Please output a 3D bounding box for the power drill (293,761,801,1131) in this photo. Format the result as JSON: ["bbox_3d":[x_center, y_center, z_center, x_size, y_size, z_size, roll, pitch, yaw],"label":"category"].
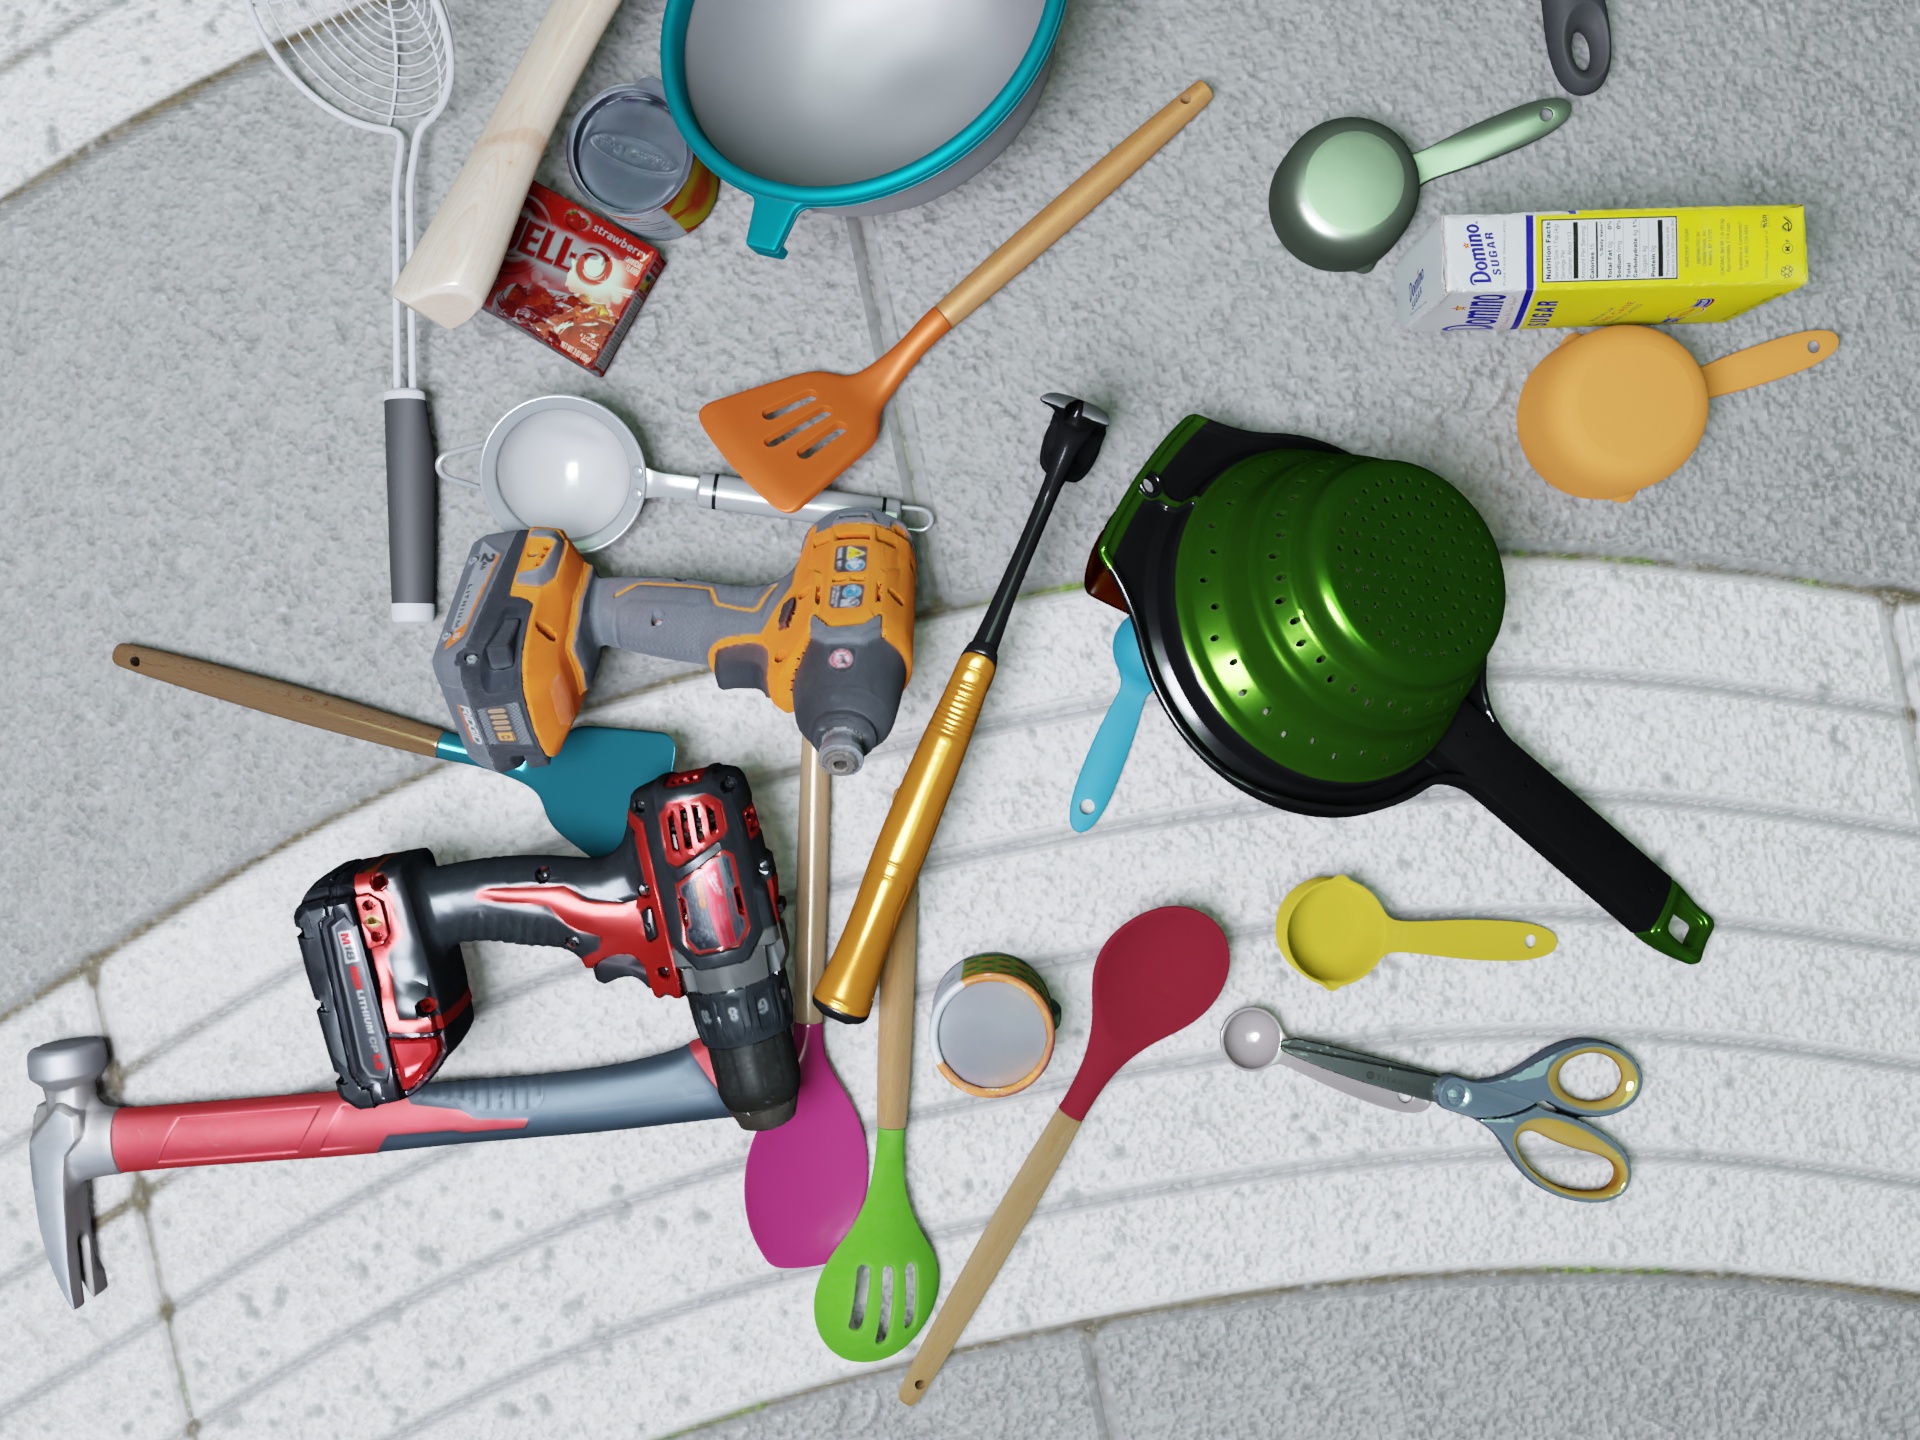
[{"bbox_3d":[-0.195,0.132,0.801,0.226,0.080,0.188,-12,98,-1],"label":"power drill"}]

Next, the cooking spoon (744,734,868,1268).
[{"bbox_3d":[-0.081,0.137,0.862,0.068,0.017,0.319,1,91,-19],"label":"cooking spoon"}]

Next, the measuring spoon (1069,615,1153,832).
[{"bbox_3d":[0.087,0.001,0.853,0.042,0.021,0.128,22,90,1],"label":"measuring spoon"}]

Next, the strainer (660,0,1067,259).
[{"bbox_3d":[0.019,-0.364,0.791,0.340,0.095,0.211,-26,71,10],"label":"strainer"}]

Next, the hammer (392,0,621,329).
[{"bbox_3d":[-0.178,-0.387,0.799,0.146,0.038,0.410,29,90,34],"label":"hammer"}]

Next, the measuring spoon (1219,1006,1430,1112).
[{"bbox_3d":[0.197,0.187,0.863,0.124,0.018,0.034,21,85,-6],"label":"measuring spoon"}]

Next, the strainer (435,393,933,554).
[{"bbox_3d":[-0.142,-0.123,0.847,0.258,0.050,0.086,7,111,-5],"label":"strainer"}]

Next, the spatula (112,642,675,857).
[{"bbox_3d":[-0.306,0.005,0.851,0.317,0.044,0.082,15,97,1],"label":"spatula"}]

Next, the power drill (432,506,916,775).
[{"bbox_3d":[-0.136,-0.032,0.793,0.226,0.164,0.084,-3,134,2],"label":"power drill"}]

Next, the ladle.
[{"bbox_3d":[0.048,0.236,0.859,0.069,0.031,0.315,29,94,-8],"label":"ladle"}]

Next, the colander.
[{"bbox_3d":[0.256,-0.010,0.787,0.397,0.094,0.204,39,65,-9],"label":"colander"}]

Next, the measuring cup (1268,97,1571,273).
[{"bbox_3d":[0.245,-0.295,0.833,0.167,0.038,0.083,-21,91,4],"label":"measuring cup"}]

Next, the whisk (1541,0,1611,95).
[{"bbox_3d":[0.299,-0.474,0.822,0.073,0.073,0.296,-13,98,2],"label":"whisk"}]

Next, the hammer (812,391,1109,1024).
[{"bbox_3d":[-0.001,-0.003,0.805,0.034,0.127,0.337,22,93,2],"label":"hammer"}]

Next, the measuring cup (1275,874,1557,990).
[{"bbox_3d":[0.244,0.115,0.857,0.156,0.029,0.062,4,92,-11],"label":"measuring cup"}]

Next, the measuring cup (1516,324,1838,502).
[{"bbox_3d":[0.382,-0.175,0.826,0.173,0.052,0.095,-18,91,4],"label":"measuring cup"}]

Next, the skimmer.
[{"bbox_3d":[-0.312,-0.232,0.822,0.127,0.090,0.363,1,94,28],"label":"skimmer"}]

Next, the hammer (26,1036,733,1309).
[{"bbox_3d":[-0.305,0.230,0.860,0.386,0.038,0.143,-5,93,1],"label":"hammer"}]

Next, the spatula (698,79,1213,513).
[{"bbox_3d":[0.008,-0.232,0.839,0.322,0.041,0.081,-41,74,0],"label":"spatula"}]

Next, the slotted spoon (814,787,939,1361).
[{"bbox_3d":[-0.038,0.193,0.858,0.070,0.031,0.314,3,89,-20],"label":"slotted spoon"}]
